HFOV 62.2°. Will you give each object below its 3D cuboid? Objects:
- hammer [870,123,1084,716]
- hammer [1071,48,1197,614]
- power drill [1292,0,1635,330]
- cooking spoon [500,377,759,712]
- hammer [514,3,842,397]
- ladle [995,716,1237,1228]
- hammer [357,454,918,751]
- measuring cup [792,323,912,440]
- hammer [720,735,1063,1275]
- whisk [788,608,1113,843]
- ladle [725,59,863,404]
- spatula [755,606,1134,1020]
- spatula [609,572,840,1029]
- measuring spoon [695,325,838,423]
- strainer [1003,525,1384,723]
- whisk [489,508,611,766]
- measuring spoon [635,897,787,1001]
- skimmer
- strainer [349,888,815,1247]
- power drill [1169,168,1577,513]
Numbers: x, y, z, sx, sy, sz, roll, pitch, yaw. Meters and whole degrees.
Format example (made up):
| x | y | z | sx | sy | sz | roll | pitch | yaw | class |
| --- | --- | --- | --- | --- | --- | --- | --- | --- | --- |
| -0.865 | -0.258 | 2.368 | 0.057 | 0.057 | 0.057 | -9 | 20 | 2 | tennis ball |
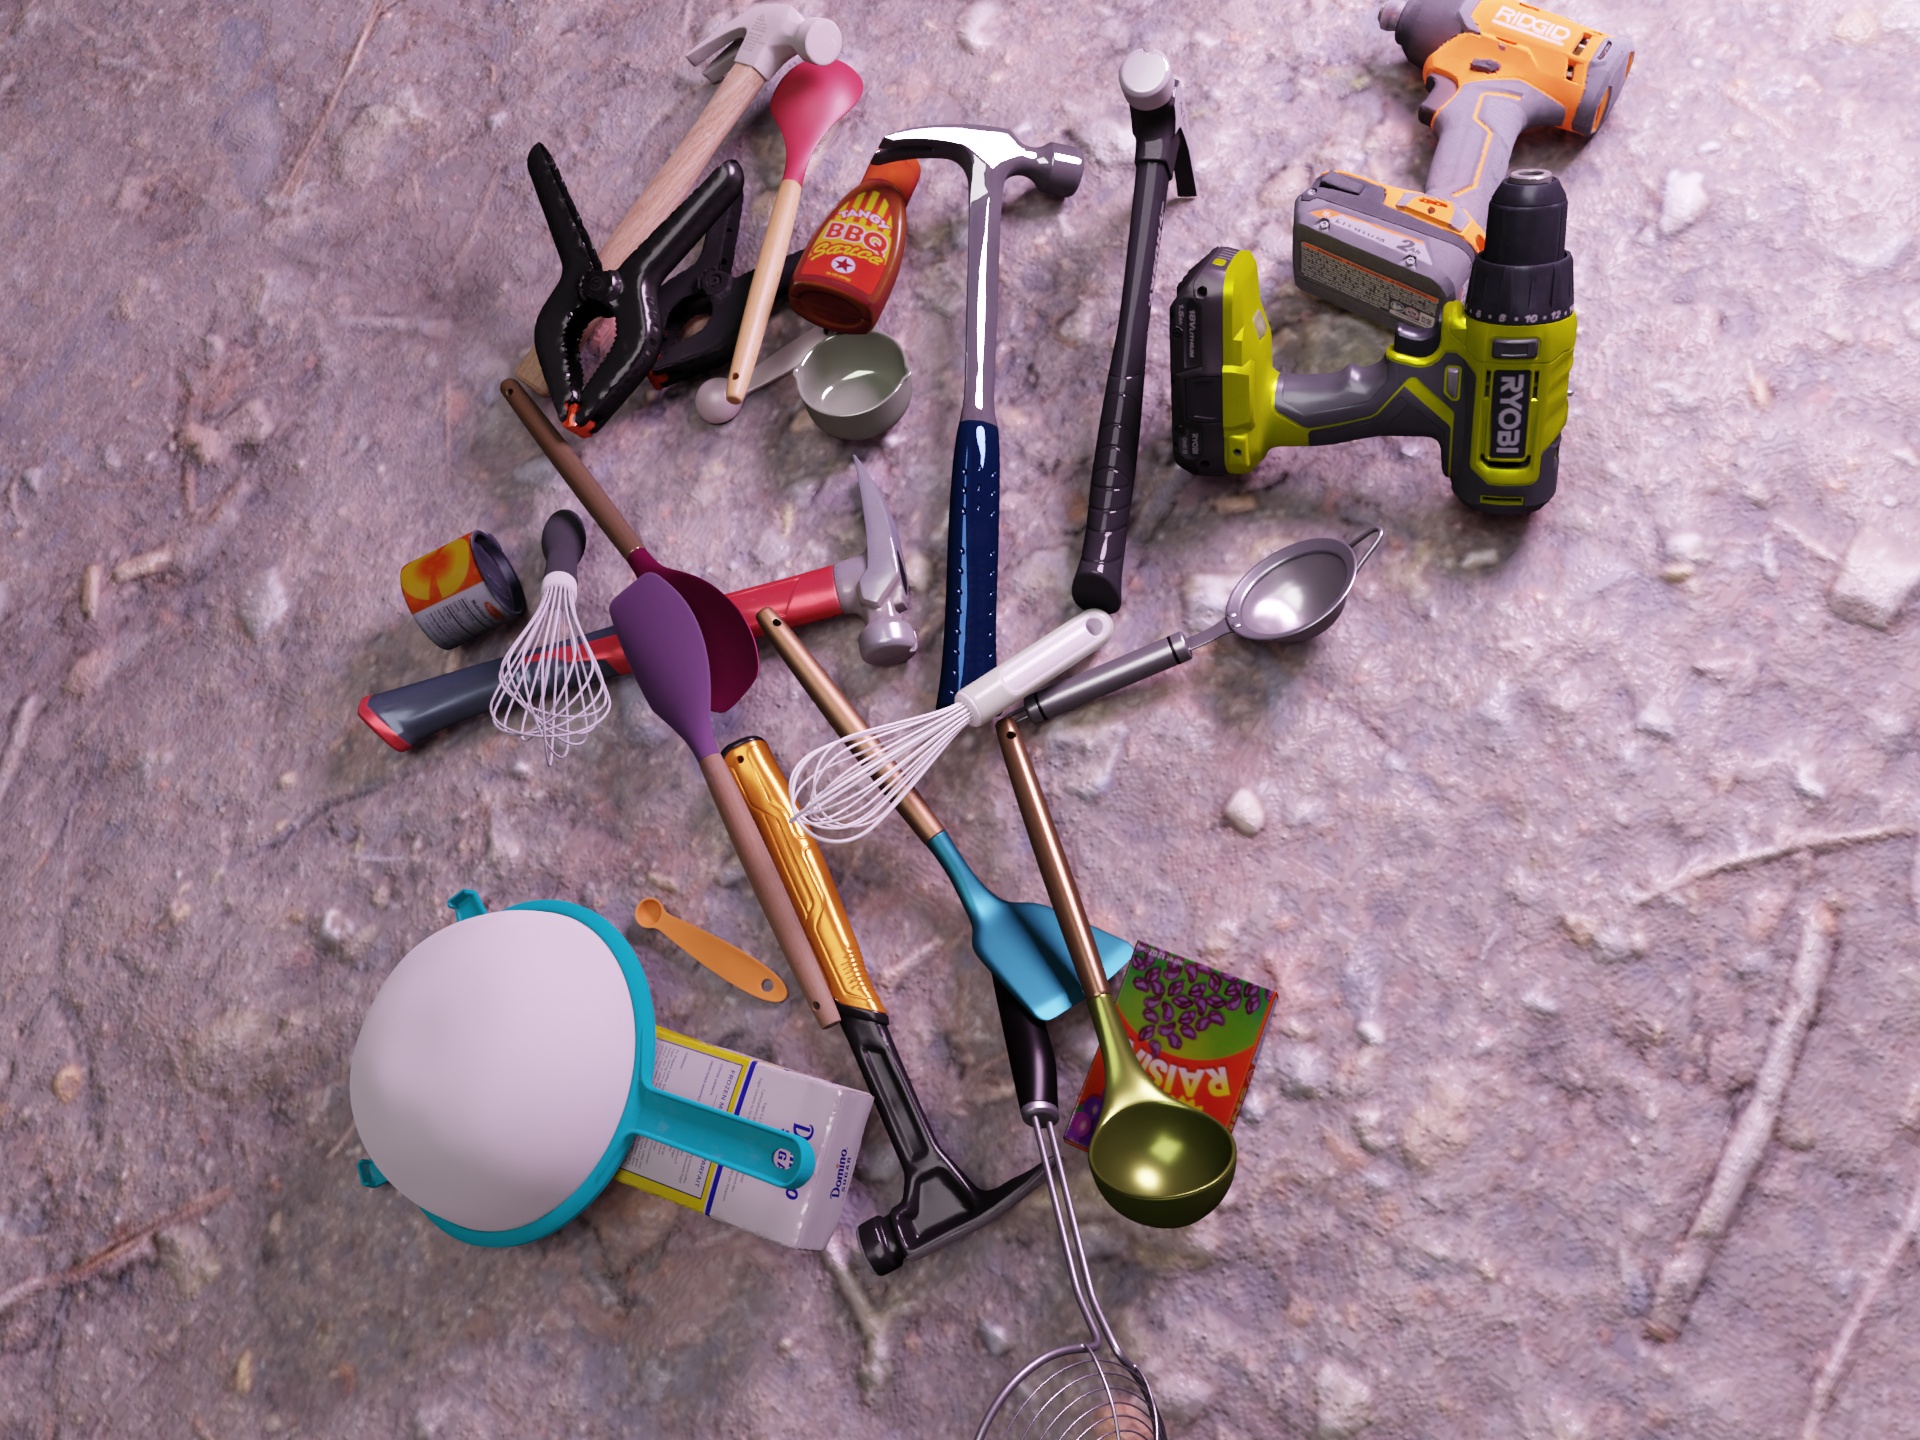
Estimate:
| x | y | z | sx | sy | sz | roll | pitch | yaw | class |
| --- | --- | --- | --- | --- | --- | --- | --- | --- | --- |
| 0.006 | -0.203 | 1.039 | 0.144 | 0.035 | 0.406 | 6 | 77 | -17 | hammer |
| 0.109 | -0.234 | 1.014 | 0.035 | 0.146 | 0.335 | 7 | 87 | 16 | hammer |
| 0.302 | -0.369 | 1.018 | 0.164 | 0.084 | 0.226 | 31 | 78 | 20 | power drill |
| -0.228 | -0.127 | 1.063 | 0.068 | 0.017 | 0.319 | -46 | 65 | 15 | cooking spoon |
| -0.219 | -0.378 | 1.153 | 0.130 | 0.031 | 0.331 | 35 | 89 | 43 | hammer |
| 0.072 | 0.128 | 0.895 | 0.078 | 0.062 | 0.320 | -12 | 60 | -12 | ladle |
| -0.225 | -0.064 | 1.071 | 0.386 | 0.038 | 0.143 | -14 | 70 | 9 | hammer |
| -0.063 | -0.263 | 1.100 | 0.083 | 0.038 | 0.168 | 3 | 59 | 13 | measuring cup |
| -0.064 | 0.152 | 0.969 | 0.127 | 0.034 | 0.337 | -29 | 69 | 4 | hammer |
| -0.002 | -0.003 | 0.953 | 0.246 | 0.059 | 0.058 | -33 | 87 | -23 | whisk |
| -0.125 | -0.352 | 1.111 | 0.069 | 0.031 | 0.316 | 3 | 65 | 15 | ladle |
| -0.026 | 0.046 | 0.968 | 0.082 | 0.044 | 0.318 | -30 | 74 | -33 | spatula |
| -0.143 | 0.045 | 0.983 | 0.060 | 0.018 | 0.316 | -34 | 72 | 22 | spatula |
| -0.133 | -0.251 | 1.116 | 0.124 | 0.018 | 0.034 | -32 | 69 | 2 | measuring spoon |
| 0.143 | -0.047 | 0.978 | 0.258 | 0.050 | 0.087 | -23 | 34 | 12 | strainer |
| -0.255 | -0.065 | 1.006 | 0.070 | 0.070 | 0.285 | -25 | 34 | 5 | whisk |
| -0.157 | 0.146 | 1.008 | 0.117 | 0.011 | 0.021 | 28 | 85 | 16 | measuring spoon |
| 0.032 | 0.271 | 0.832 | 0.090 | 0.127 | 0.364 | -41 | 35 | 22 | skimmer |
| -0.239 | 0.209 | 0.914 | 0.340 | 0.095 | 0.211 | 8 | 76 | 33 | strainer |
| 0.244 | -0.223 | 0.941 | 0.228 | 0.190 | 0.080 | 5 | 31 | 19 | power drill |
